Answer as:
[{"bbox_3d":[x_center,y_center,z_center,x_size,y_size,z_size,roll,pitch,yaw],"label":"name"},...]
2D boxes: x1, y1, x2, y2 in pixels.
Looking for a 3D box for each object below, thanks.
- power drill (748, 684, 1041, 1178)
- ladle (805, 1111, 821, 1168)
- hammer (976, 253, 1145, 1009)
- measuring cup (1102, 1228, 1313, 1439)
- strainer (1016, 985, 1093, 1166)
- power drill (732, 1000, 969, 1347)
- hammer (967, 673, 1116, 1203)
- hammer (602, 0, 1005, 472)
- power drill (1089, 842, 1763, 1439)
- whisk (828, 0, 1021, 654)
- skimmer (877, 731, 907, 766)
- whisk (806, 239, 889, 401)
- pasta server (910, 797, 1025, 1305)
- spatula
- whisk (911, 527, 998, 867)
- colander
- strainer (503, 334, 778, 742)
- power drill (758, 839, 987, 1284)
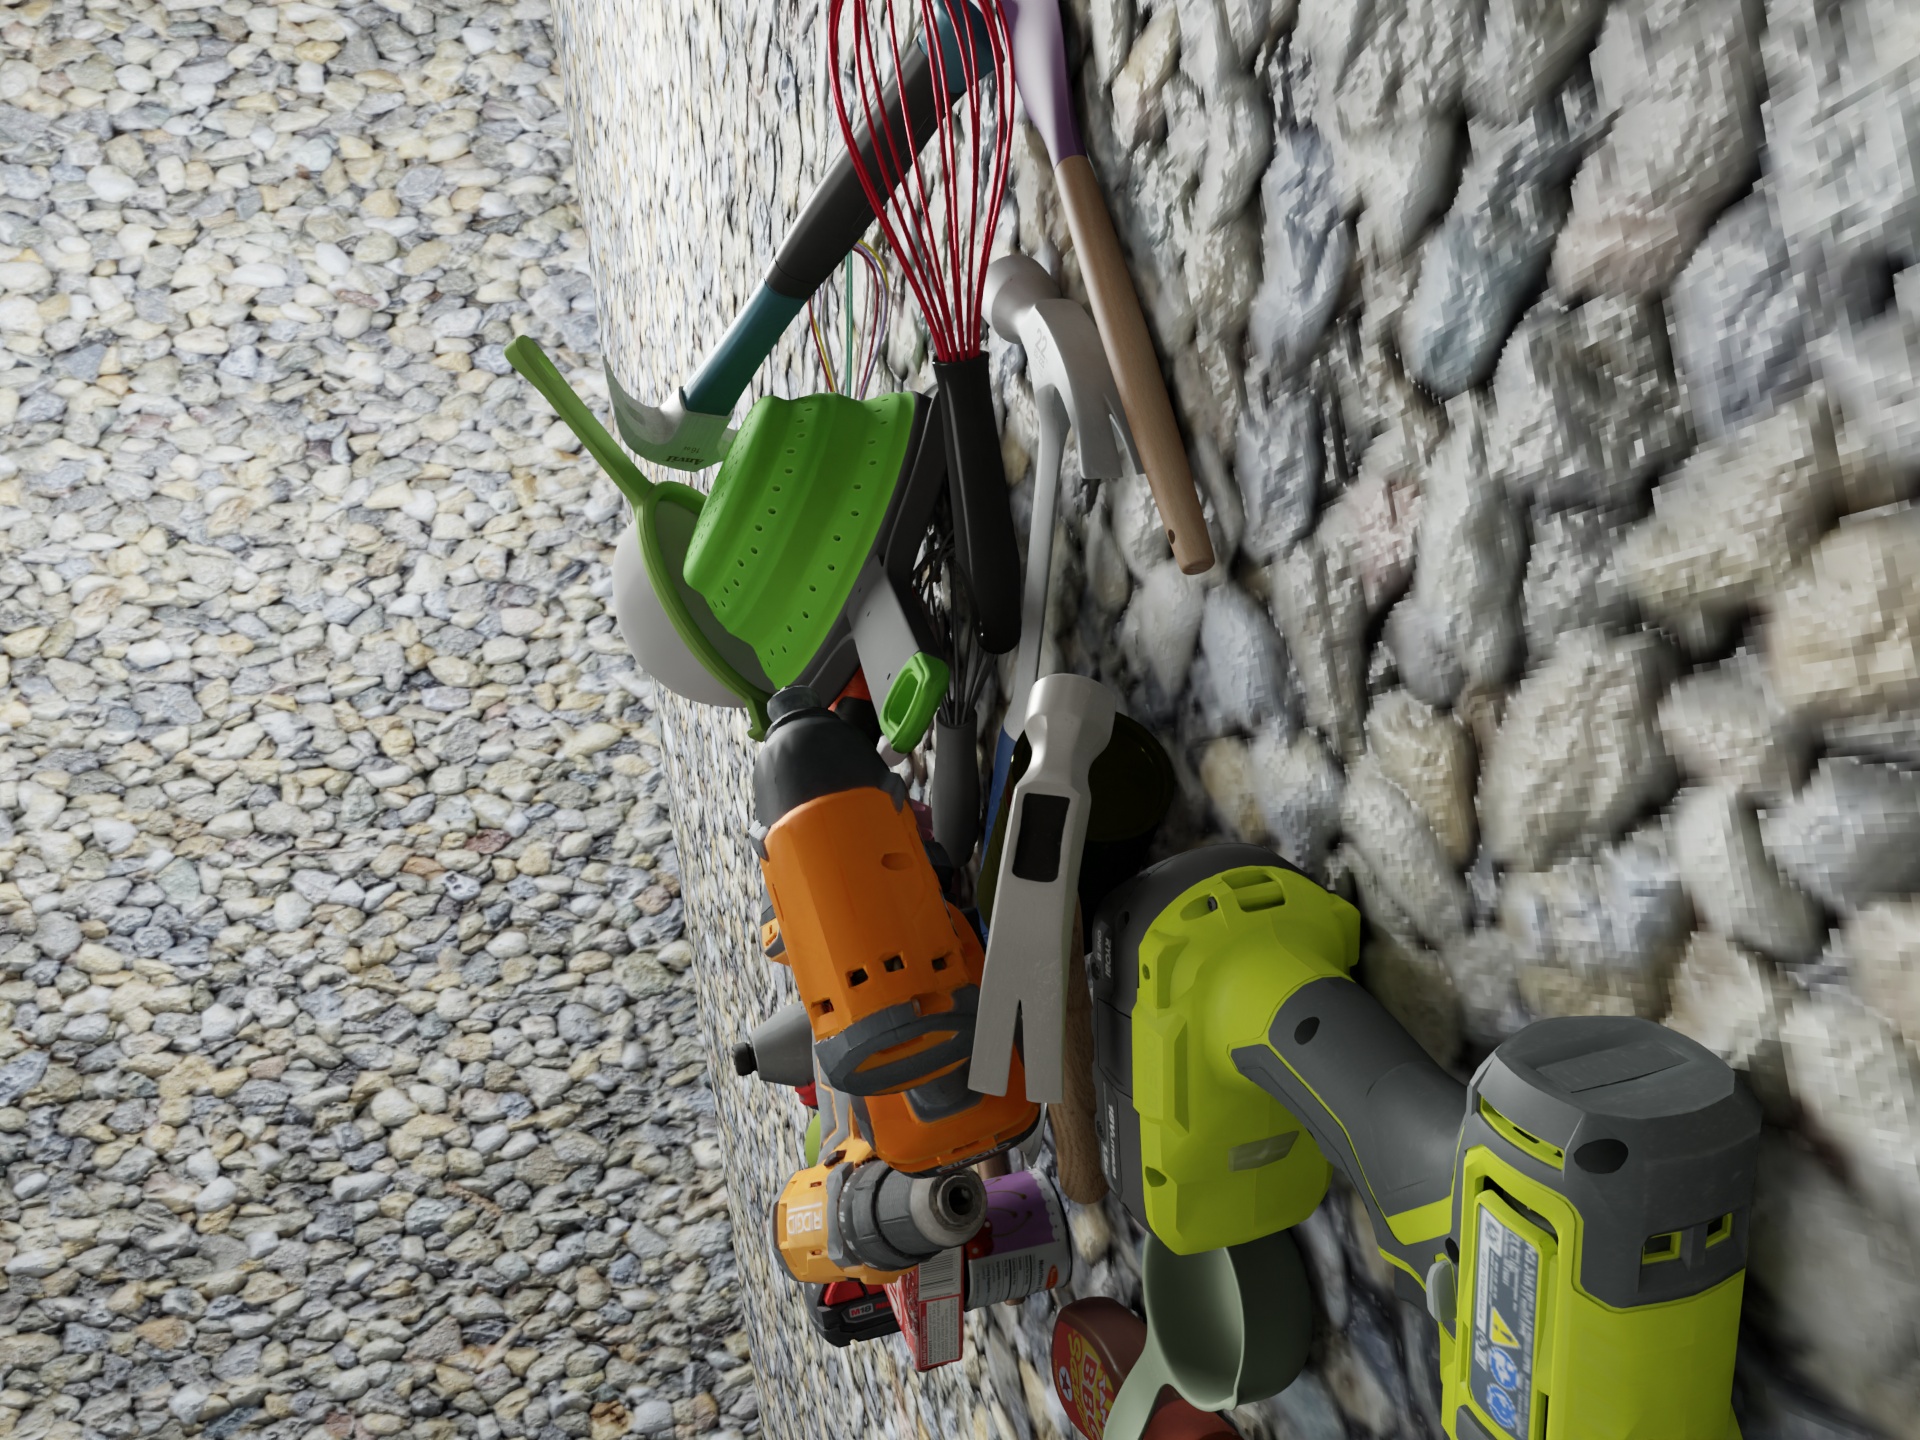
[{"bbox_3d":[-0.030,0.093,0.666,0.226,0.084,0.164,74,176,-61],"label":"power drill"},{"bbox_3d":[-0.072,0.289,1.275,0.320,0.062,0.078,111,149,-47],"label":"ladle"},{"bbox_3d":[0.031,-0.001,0.758,0.144,0.035,0.405,-116,24,-48],"label":"hammer"},{"bbox_3d":[0.093,0.252,0.629,0.083,0.038,0.167,-113,29,-45],"label":"measuring cup"},{"bbox_3d":[0.045,0.161,0.788,0.258,0.050,0.087,118,155,-59],"label":"strainer"},{"bbox_3d":[-0.066,0.285,1.048,0.078,0.143,0.219,-163,64,-75],"label":"power drill"},{"bbox_3d":[0.043,0.129,0.637,0.331,0.031,0.130,79,-159,-55],"label":"hammer"},{"bbox_3d":[-0.080,-0.230,0.806,0.331,0.128,0.033,-41,59,45],"label":"hammer"},{"bbox_3d":[0.119,0.138,0.453,0.223,0.080,0.171,-145,50,-64],"label":"power drill"},{"bbox_3d":[-0.003,-0.164,0.634,0.073,0.073,0.295,-132,31,-63],"label":"whisk"},{"bbox_3d":[-0.101,-0.079,1.194,0.364,0.090,0.127,49,139,45],"label":"skimmer"},{"bbox_3d":[-0.075,-0.204,1.017,0.244,0.047,0.051,96,158,-49],"label":"whisk"},{"bbox_3d":[-0.001,0.198,0.966,0.060,0.040,0.316,161,99,-74],"label":"pasta server"},{"bbox_3d":[0.051,-0.198,0.624,0.059,0.018,0.316,119,141,-63],"label":"spatula"},{"bbox_3d":[-0.002,-0.004,0.860,0.055,0.055,0.238,-114,18,-44],"label":"whisk"},{"bbox_3d":[-0.075,-0.079,0.776,0.204,0.094,0.397,-63,17,14],"label":"colander"},{"bbox_3d":[-0.189,-0.099,0.912,0.256,0.069,0.152,52,-161,-21],"label":"strainer"},{"bbox_3d":[-0.045,0.176,0.834,0.185,0.084,0.226,-36,52,57],"label":"power drill"}]
